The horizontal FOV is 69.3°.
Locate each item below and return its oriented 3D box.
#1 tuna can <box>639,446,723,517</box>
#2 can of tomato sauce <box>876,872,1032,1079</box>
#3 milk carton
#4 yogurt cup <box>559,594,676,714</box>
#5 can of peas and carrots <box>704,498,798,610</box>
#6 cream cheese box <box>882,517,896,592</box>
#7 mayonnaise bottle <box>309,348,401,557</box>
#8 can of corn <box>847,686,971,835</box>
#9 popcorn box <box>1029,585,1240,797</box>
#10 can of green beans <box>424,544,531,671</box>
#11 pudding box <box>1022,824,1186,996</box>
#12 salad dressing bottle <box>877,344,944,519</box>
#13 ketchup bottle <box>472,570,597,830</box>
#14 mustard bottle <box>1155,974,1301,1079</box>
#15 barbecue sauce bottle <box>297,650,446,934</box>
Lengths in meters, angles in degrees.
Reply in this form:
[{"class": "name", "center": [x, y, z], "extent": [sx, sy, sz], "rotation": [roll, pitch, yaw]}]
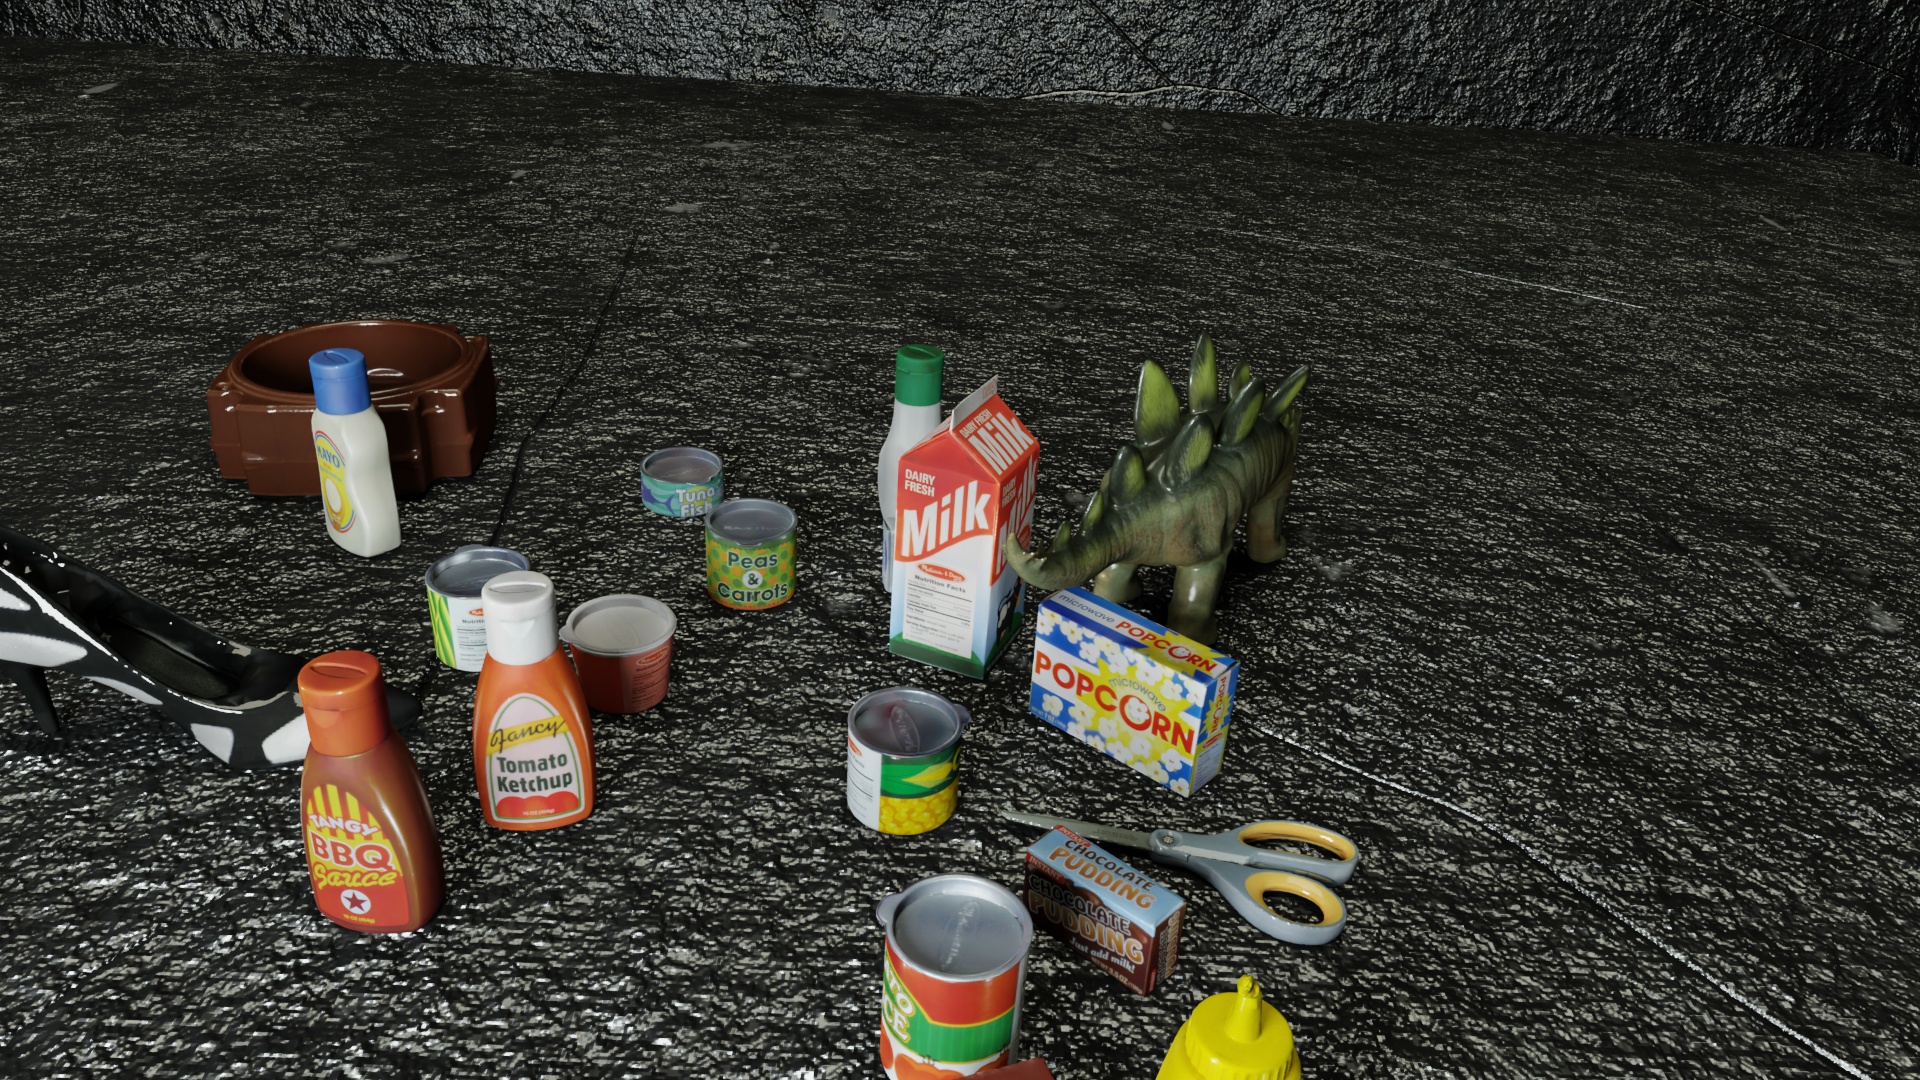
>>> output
[{"class": "tuna can", "center": [-0.223, -0.046, 1.120], "extent": [0.071, 0.032, 0.071], "rotation": [3, 29, -2]}, {"class": "can of tomato sauce", "center": [-0.005, 0.207, 0.640], "extent": [0.071, 0.082, 0.071], "rotation": [3, 29, -2]}, {"class": "milk carton", "center": [0.003, -0.012, 0.924], "extent": [0.073, 0.189, 0.073], "rotation": [15, 31, 19]}, {"class": "yogurt cup", "center": [-0.214, 0.073, 0.883], "extent": [0.072, 0.053, 0.073], "rotation": [3, 29, -2]}, {"class": "can of peas and carrots", "center": [-0.150, 0.011, 1.000], "extent": [0.071, 0.058, 0.071], "rotation": [3, 29, -2]}, {"class": "cream cheese box", "center": [-0.006, 0.007, 1.029], "extent": [0.104, 0.053, 0.024], "rotation": [-4, 30, -14]}, {"class": "mayonnaise bottle", "center": [-0.441, -0.064, 1.007], "extent": [0.065, 0.147, 0.041], "rotation": [24, 35, 32]}, {"class": "can of corn", "center": [-0.030, 0.127, 0.805], "extent": [0.071, 0.058, 0.071], "rotation": [3, 29, -2]}, {"class": "popcorn box", "center": [0.104, 0.091, 0.860], "extent": [0.127, 0.084, 0.038], "rotation": [25, 35, 33]}, {"class": "can of green beans", "center": [-0.315, 0.045, 0.918], "extent": [0.071, 0.057, 0.071], "rotation": [3, 29, -2]}, {"class": "pudding box", "center": [0.073, 0.189, 0.716], "extent": [0.084, 0.049, 0.030], "rotation": [27, 36, 35]}, {"class": "salad dressing bottle", "center": [-0.034, -0.078, 1.083], "extent": [0.064, 0.147, 0.044], "rotation": [26, 36, 34]}, {"class": "ketchup bottle", "center": [-0.235, 0.088, 0.757], "extent": [0.065, 0.148, 0.044], "rotation": [-3, 29, -13]}, {"class": "mustard bottle", "center": [0.104, 0.225, 0.541], "extent": [0.065, 0.159, 0.049], "rotation": [8, 29, 8]}, {"class": "barbecue sauce bottle", "center": [-0.294, 0.125, 0.684], "extent": [0.065, 0.147, 0.044], "rotation": [8, 29, 8]}]
